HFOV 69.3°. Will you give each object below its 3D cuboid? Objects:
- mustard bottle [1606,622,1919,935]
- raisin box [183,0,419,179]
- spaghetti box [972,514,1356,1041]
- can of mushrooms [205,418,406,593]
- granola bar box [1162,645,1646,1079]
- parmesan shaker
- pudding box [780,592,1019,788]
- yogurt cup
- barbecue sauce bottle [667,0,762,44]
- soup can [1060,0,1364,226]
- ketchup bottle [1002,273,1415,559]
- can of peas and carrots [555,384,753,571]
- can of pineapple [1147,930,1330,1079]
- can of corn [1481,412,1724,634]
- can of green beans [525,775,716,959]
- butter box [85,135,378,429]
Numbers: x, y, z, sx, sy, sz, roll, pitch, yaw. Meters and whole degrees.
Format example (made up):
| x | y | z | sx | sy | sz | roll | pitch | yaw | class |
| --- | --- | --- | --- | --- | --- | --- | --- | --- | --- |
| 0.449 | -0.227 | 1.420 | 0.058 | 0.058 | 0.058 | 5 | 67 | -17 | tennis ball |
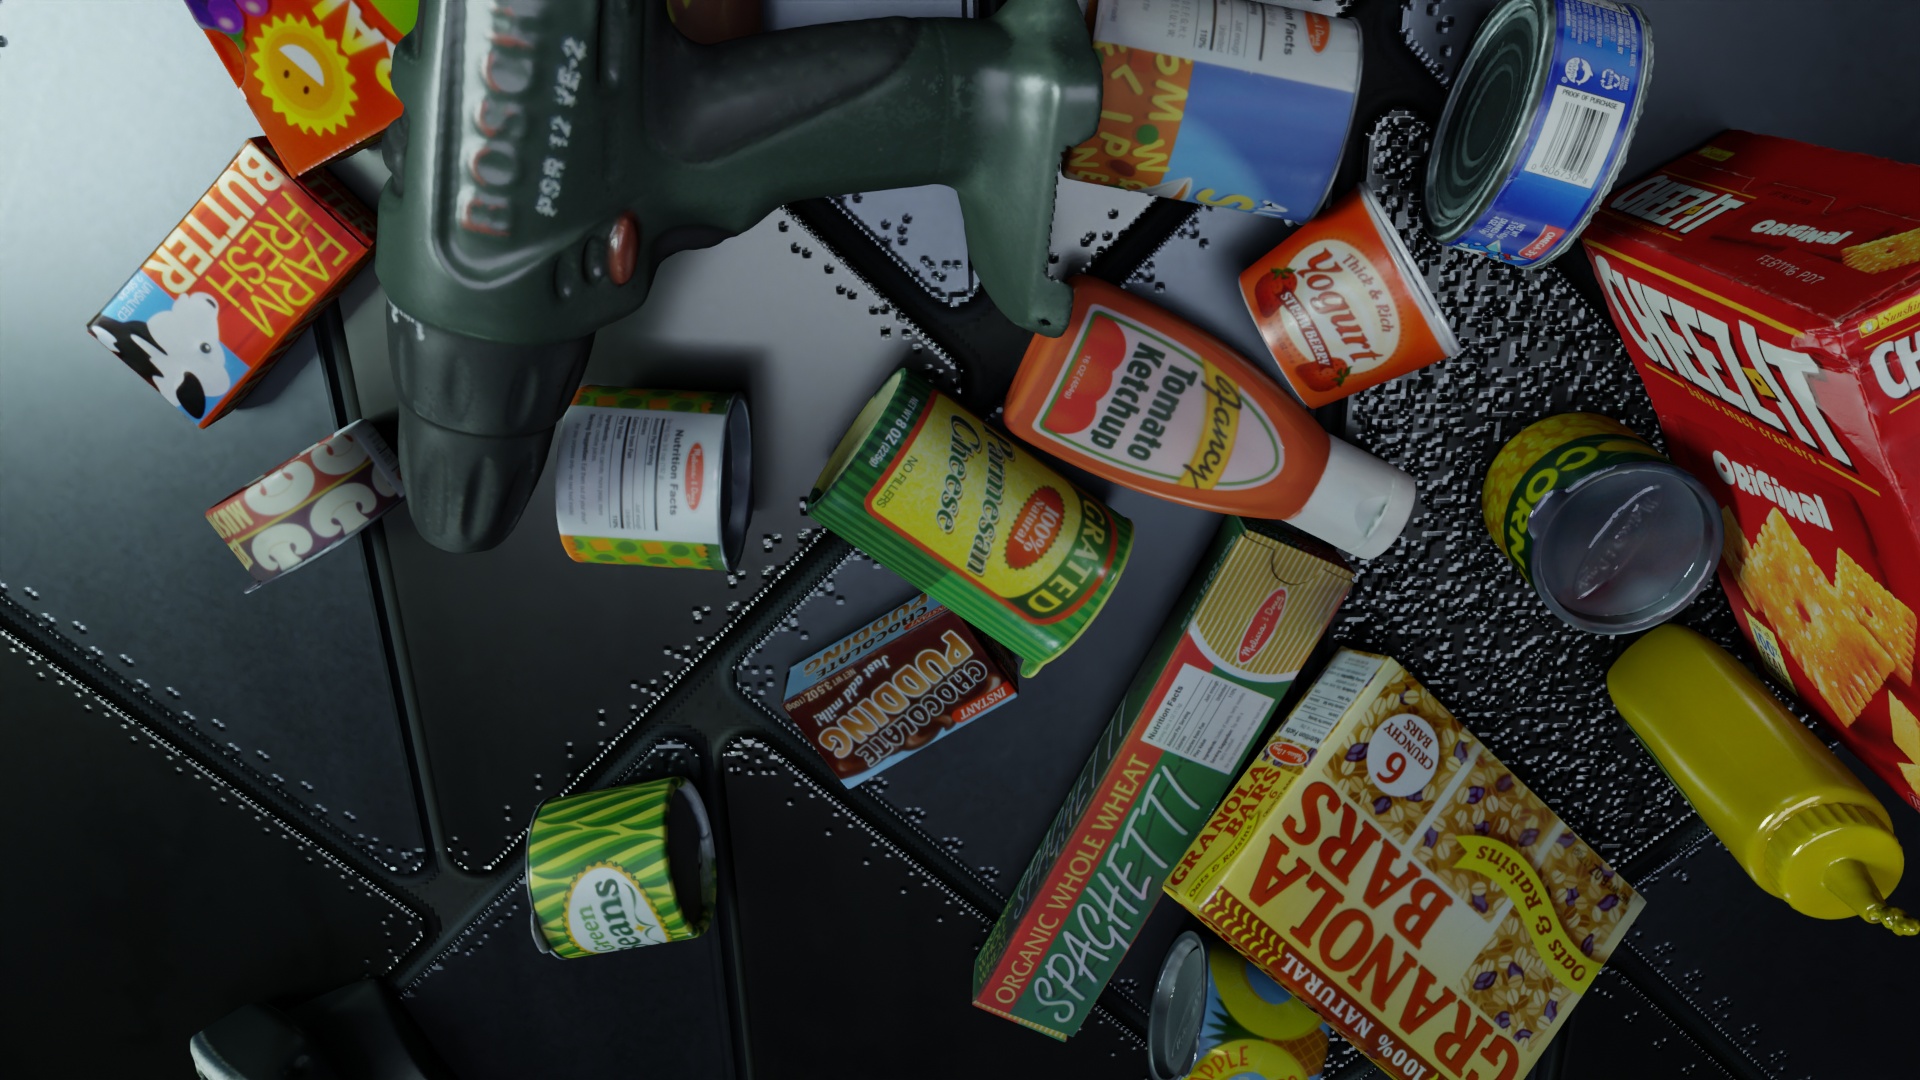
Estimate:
| x | y | z | sx | sy | sz | roll | pitch | yaw | class |
| --- | --- | --- | --- | --- | --- | --- | --- | --- | --- |
| 0.287 | 0.088 | 0.495 | 0.065 | 0.161 | 0.048 | 39 | 110 | -13 | mustard bottle |
| -0.184 | -0.178 | 0.439 | 0.123 | 0.040 | 0.086 | -14 | 114 | 27 | raisin box |
| 0.077 | 0.104 | 0.575 | 0.050 | 0.029 | 0.249 | 23 | 111 | -8 | spaghetti box |
| -0.240 | -0.014 | 0.510 | 0.071 | 0.071 | 0.033 | -26 | 109 | 11 | can of mushrooms |
| 0.180 | 0.141 | 0.559 | 0.165 | 0.039 | 0.124 | 42 | 81 | -15 | granola bar box |
| 0.002 | -0.006 | 0.509 | 0.103 | 0.071 | 0.071 | 34 | 109 | -13 | parmesan shaker |
| -0.024 | 0.058 | 0.557 | 0.083 | 0.030 | 0.049 | -30 | 110 | 13 | pudding box |
| 0.133 | -0.082 | 0.481 | 0.054 | 0.073 | 0.072 | -29 | 109 | 21 | yogurt cup |
| -0.094 | -0.191 | 0.448 | 0.065 | 0.044 | 0.148 | -12 | 113 | 17 | barbecue sauce bottle |
| 0.079 | -0.142 | 0.455 | 0.084 | 0.071 | 0.071 | 10 | 112 | -2 | soup can |
| 0.093 | -0.039 | 0.509 | 0.149 | 0.044 | 0.064 | 24 | 104 | -9 | ketchup bottle |
| -0.110 | -0.023 | 0.508 | 0.059 | 0.071 | 0.070 | 3 | 113 | 0 | can of peas and carrots |
| 0.119 | 0.209 | 0.597 | 0.058 | 0.071 | 0.070 | 16 | 112 | -6 | can of pineapple |
| 0.231 | -0.009 | 0.511 | 0.071 | 0.058 | 0.071 | 0 | 113 | 1 | can of corn |
| -0.138 | 0.134 | 0.571 | 0.058 | 0.071 | 0.071 | -10 | 112 | 5 | can of green beans |
| -0.260 | -0.093 | 0.502 | 0.103 | 0.024 | 0.053 | -40 | 106 | 15 | butter box |
